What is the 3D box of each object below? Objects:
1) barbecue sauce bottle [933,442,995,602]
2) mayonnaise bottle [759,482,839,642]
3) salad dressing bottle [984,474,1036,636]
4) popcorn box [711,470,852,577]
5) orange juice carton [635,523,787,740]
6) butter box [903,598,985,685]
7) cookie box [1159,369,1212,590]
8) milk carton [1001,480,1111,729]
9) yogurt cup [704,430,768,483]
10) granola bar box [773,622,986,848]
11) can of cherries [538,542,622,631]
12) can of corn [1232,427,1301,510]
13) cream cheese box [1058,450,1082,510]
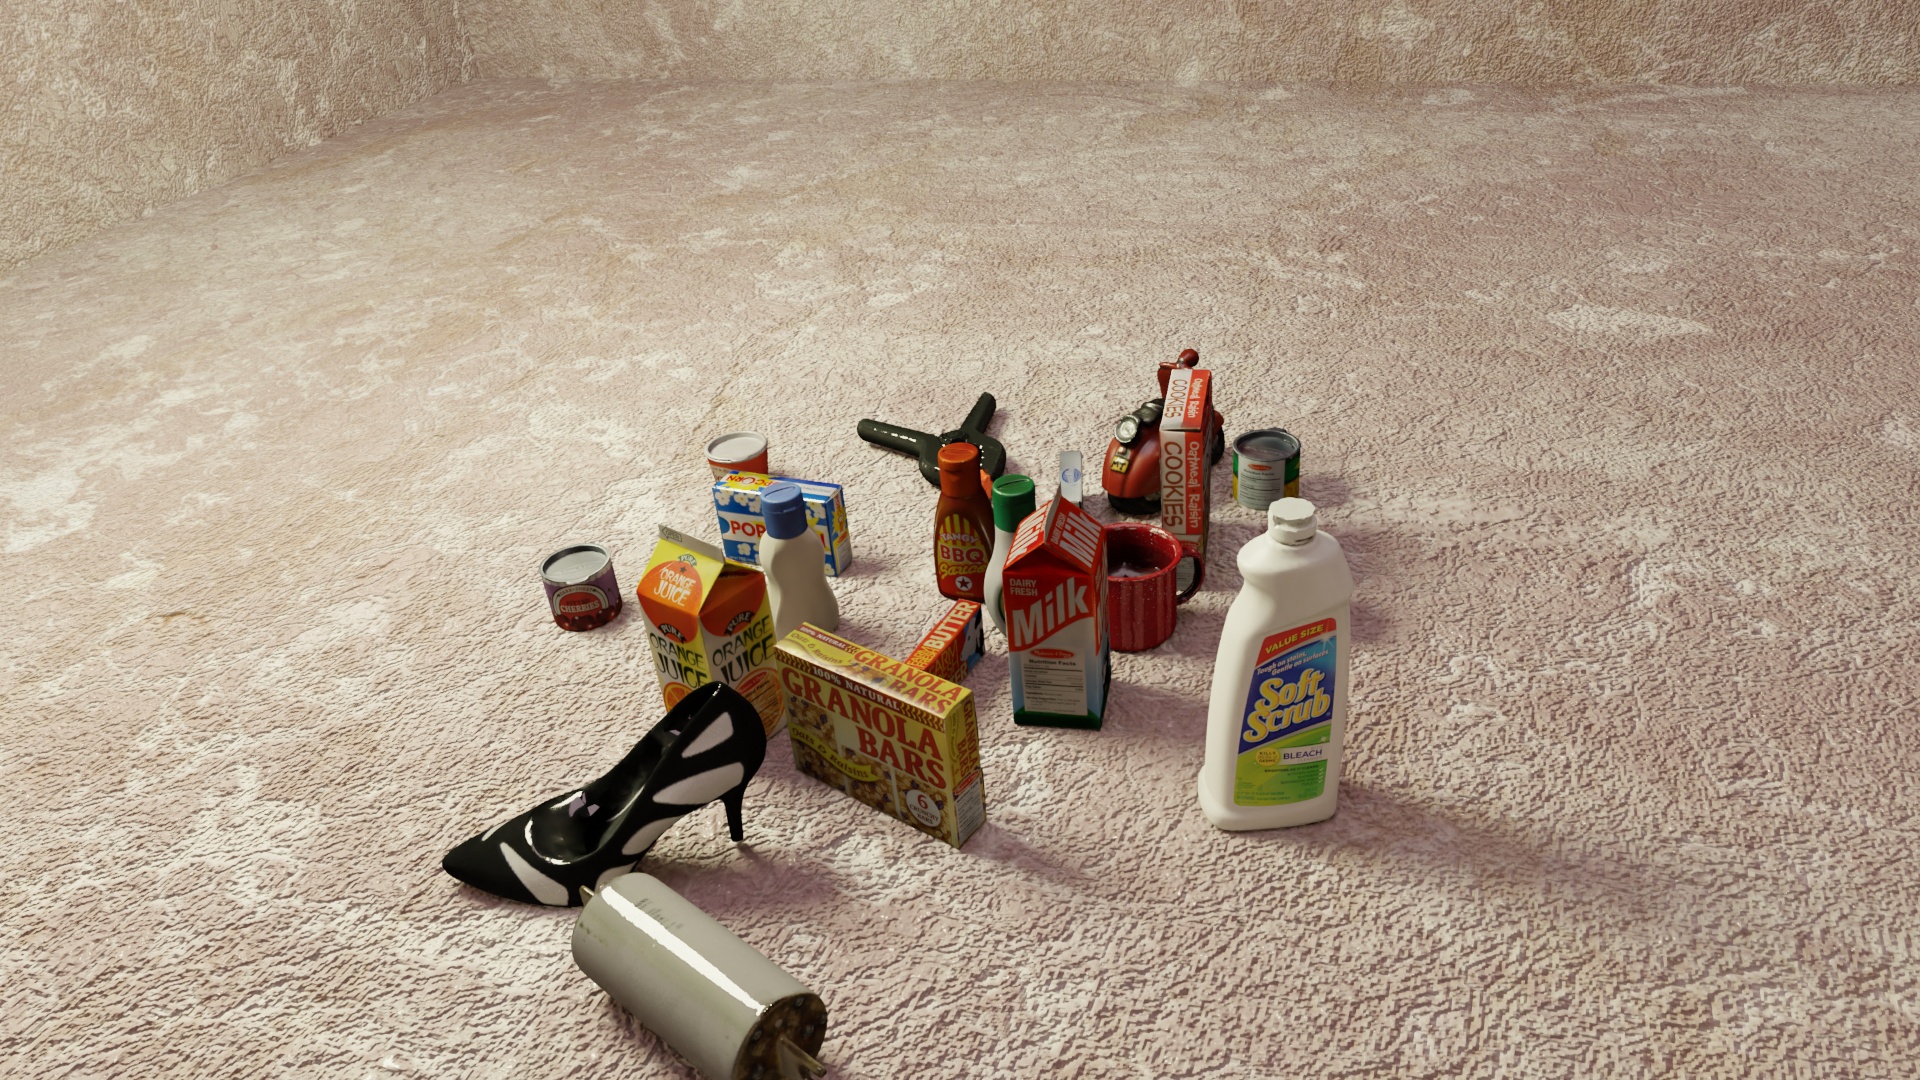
[{"bbox_3d":[0.004,-0.016,1.257,0.065,0.147,0.044,6,33,18],"label":"barbecue sauce bottle"},{"bbox_3d":[-0.147,0.020,1.223,0.065,0.147,0.041,-19,34,-21],"label":"mayonnaise bottle"},{"bbox_3d":[0.050,0.015,1.201,0.064,0.147,0.044,-14,32,-13],"label":"salad dressing bottle"},{"bbox_3d":[-0.172,-0.017,1.347,0.127,0.084,0.038,8,34,21],"label":"popcorn box"},{"bbox_3d":[-0.196,0.077,1.097,0.072,0.191,0.073,18,39,34],"label":"orange juice carton"},{"bbox_3d":[-0.013,0.099,1.165,0.024,0.052,0.104,12,35,26],"label":"butter box"},{"bbox_3d":[0.208,-0.057,1.273,0.040,0.166,0.123,2,32,13],"label":"cookie box"},{"bbox_3d":[0.077,0.052,1.095,0.073,0.189,0.073,2,32,13],"label":"milk carton"},{"bbox_3d":[-0.237,-0.080,1.490,0.072,0.053,0.073,-4,31,3],"label":"yogurt cup"},{"bbox_3d":[-0.059,0.143,1.033,0.165,0.123,0.039,18,39,34],"label":"granola bar box"},{"bbox_3d":[-0.356,0.045,1.302,0.071,0.058,0.072,-4,31,3],"label":"can of cherries"},{"bbox_3d":[0.306,-0.072,1.385,0.071,0.058,0.071,-4,31,3],"label":"can of corn"},{"bbox_3d":[0.109,-0.041,1.372,0.024,0.053,0.104,-2,32,6],"label":"cream cheese box"}]
